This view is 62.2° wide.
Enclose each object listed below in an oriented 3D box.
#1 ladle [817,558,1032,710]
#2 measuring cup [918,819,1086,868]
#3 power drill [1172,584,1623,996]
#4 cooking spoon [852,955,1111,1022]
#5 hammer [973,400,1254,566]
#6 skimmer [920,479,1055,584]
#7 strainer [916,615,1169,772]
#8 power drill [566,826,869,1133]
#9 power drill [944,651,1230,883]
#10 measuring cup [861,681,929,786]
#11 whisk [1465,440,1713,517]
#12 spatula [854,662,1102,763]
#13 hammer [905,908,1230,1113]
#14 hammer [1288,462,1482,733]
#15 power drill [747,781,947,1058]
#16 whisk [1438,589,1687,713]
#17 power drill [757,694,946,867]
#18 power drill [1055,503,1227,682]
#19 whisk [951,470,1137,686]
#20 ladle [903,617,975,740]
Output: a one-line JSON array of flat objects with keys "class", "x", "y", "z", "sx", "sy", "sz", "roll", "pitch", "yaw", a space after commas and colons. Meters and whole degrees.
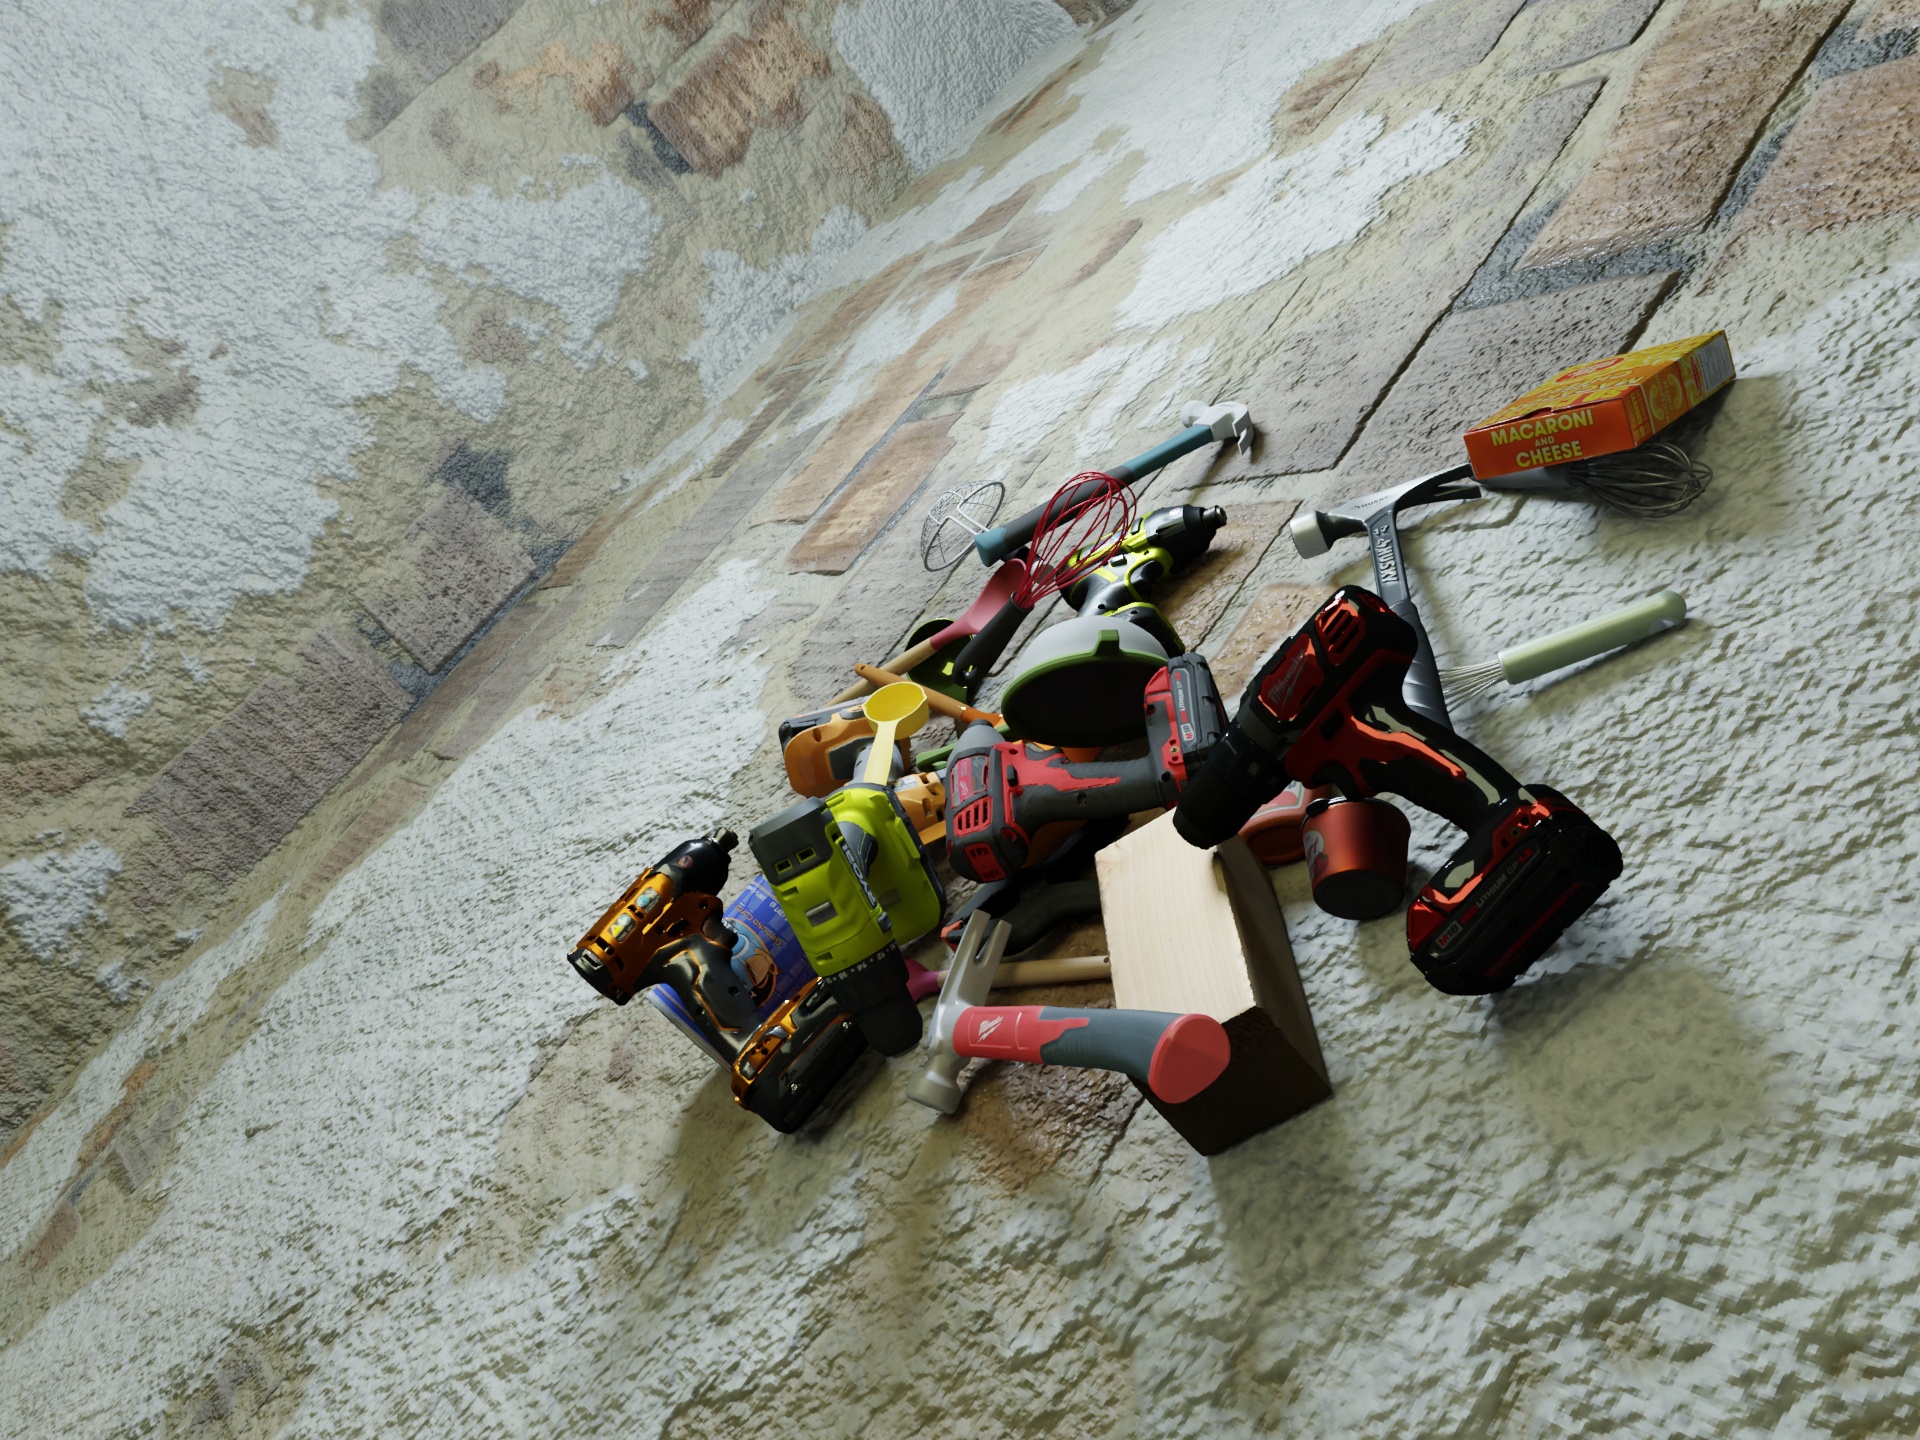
[{"class": "ladle", "x": -0.045, "y": -0.061, "z": 1.535, "sx": 0.315, "sy": 0.031, "sz": 0.069, "roll": -31, "pitch": 47, "yaw": 32}, {"class": "measuring cup", "x": 0.028, "y": 0.093, "z": 1.299, "sx": 0.173, "sy": 0.052, "sz": 0.095, "roll": -25, "pitch": 31, "yaw": 37}, {"class": "power drill", "x": 0.236, "y": 0.055, "z": 0.915, "sx": 0.188, "sy": 0.080, "sz": 0.227, "roll": -52, "pitch": 54, "yaw": 20}, {"class": "cooking spoon", "x": 0.005, "y": 0.195, "z": 1.207, "sx": 0.319, "sy": 0.017, "sz": 0.069, "roll": -14, "pitch": 36, "yaw": 44}, {"class": "hammer", "x": 0.149, "y": -0.232, "z": 1.542, "sx": 0.331, "sy": 0.033, "sz": 0.128, "roll": -30, "pitch": 26, "yaw": -21}, {"class": "skimmer", "x": 0.043, "y": -0.175, "z": 1.642, "sx": 0.127, "sy": 0.090, "sz": 0.364, "roll": -47, "pitch": 26, "yaw": 2}, {"class": "strainer", "x": 0.064, "y": -0.023, "z": 1.298, "sx": 0.256, "sy": 0.151, "sz": 0.069, "roll": -22, "pitch": 57, "yaw": 33}, {"class": "power drill", "x": -0.175, "y": 0.194, "z": 1.243, "sx": 0.227, "sy": 0.084, "sz": 0.164, "roll": 35, "pitch": 74, "yaw": 19}, {"class": "power drill", "x": 0.092, "y": 0.033, "z": 1.192, "sx": 0.219, "sy": 0.078, "sz": 0.143, "roll": -16, "pitch": 43, "yaw": 14}, {"class": "measuring cup", "x": -0.062, "y": 0.026, "z": 1.392, "sx": 0.062, "sy": 0.029, "sz": 0.157, "roll": -7, "pitch": 40, "yaw": 16}, {"class": "whisk", "x": 0.446, "y": -0.178, "z": 1.156, "sx": 0.055, "sy": 0.055, "sz": 0.239, "roll": -45, "pitch": 22, "yaw": -7}, {"class": "spatula", "x": -0.002, "y": -0.005, "z": 1.436, "sx": 0.081, "sy": 0.041, "sz": 0.323, "roll": -51, "pitch": 37, "yaw": -12}, {"class": "hammer", "x": 0.060, "y": 0.177, "z": 0.969, "sx": 0.386, "sy": 0.038, "sz": 0.143, "roll": -26, "pitch": 41, "yaw": 68}, {"class": "hammer", "x": 0.311, "y": -0.081, "z": 1.118, "sx": 0.149, "sy": 0.036, "sz": 0.409, "roll": -20, "pitch": 24, "yaw": 20}, {"class": "power drill", "x": -0.073, "y": 0.140, "z": 1.200, "sx": 0.080, "sy": 0.190, "sz": 0.228, "roll": -27, "pitch": 3, "yaw": 9}, {"class": "whisk", "x": 0.354, "y": -0.032, "z": 1.054, "sx": 0.246, "sy": 0.057, "sz": 0.059, "roll": -22, "pitch": 57, "yaw": 25}, {"class": "power drill", "x": -0.108, "y": 0.063, "z": 1.435, "sx": 0.185, "sy": 0.084, "sz": 0.226, "roll": -16, "pitch": 25, "yaw": -11}, {"class": "power drill", "x": 0.149, "y": -0.105, "z": 1.410, "sx": 0.171, "sy": 0.080, "sz": 0.223, "roll": -24, "pitch": 28, "yaw": 33}, {"class": "whisk", "x": 0.063, "y": -0.116, "z": 1.384, "sx": 0.295, "sy": 0.073, "sz": 0.073, "roll": -51, "pitch": 13, "yaw": 46}, {"class": "ladle", "x": -0.003, "y": 0.002, "z": 1.475, "sx": 0.078, "sy": 0.062, "sz": 0.320, "roll": -33, "pitch": 30, "yaw": 12}]
